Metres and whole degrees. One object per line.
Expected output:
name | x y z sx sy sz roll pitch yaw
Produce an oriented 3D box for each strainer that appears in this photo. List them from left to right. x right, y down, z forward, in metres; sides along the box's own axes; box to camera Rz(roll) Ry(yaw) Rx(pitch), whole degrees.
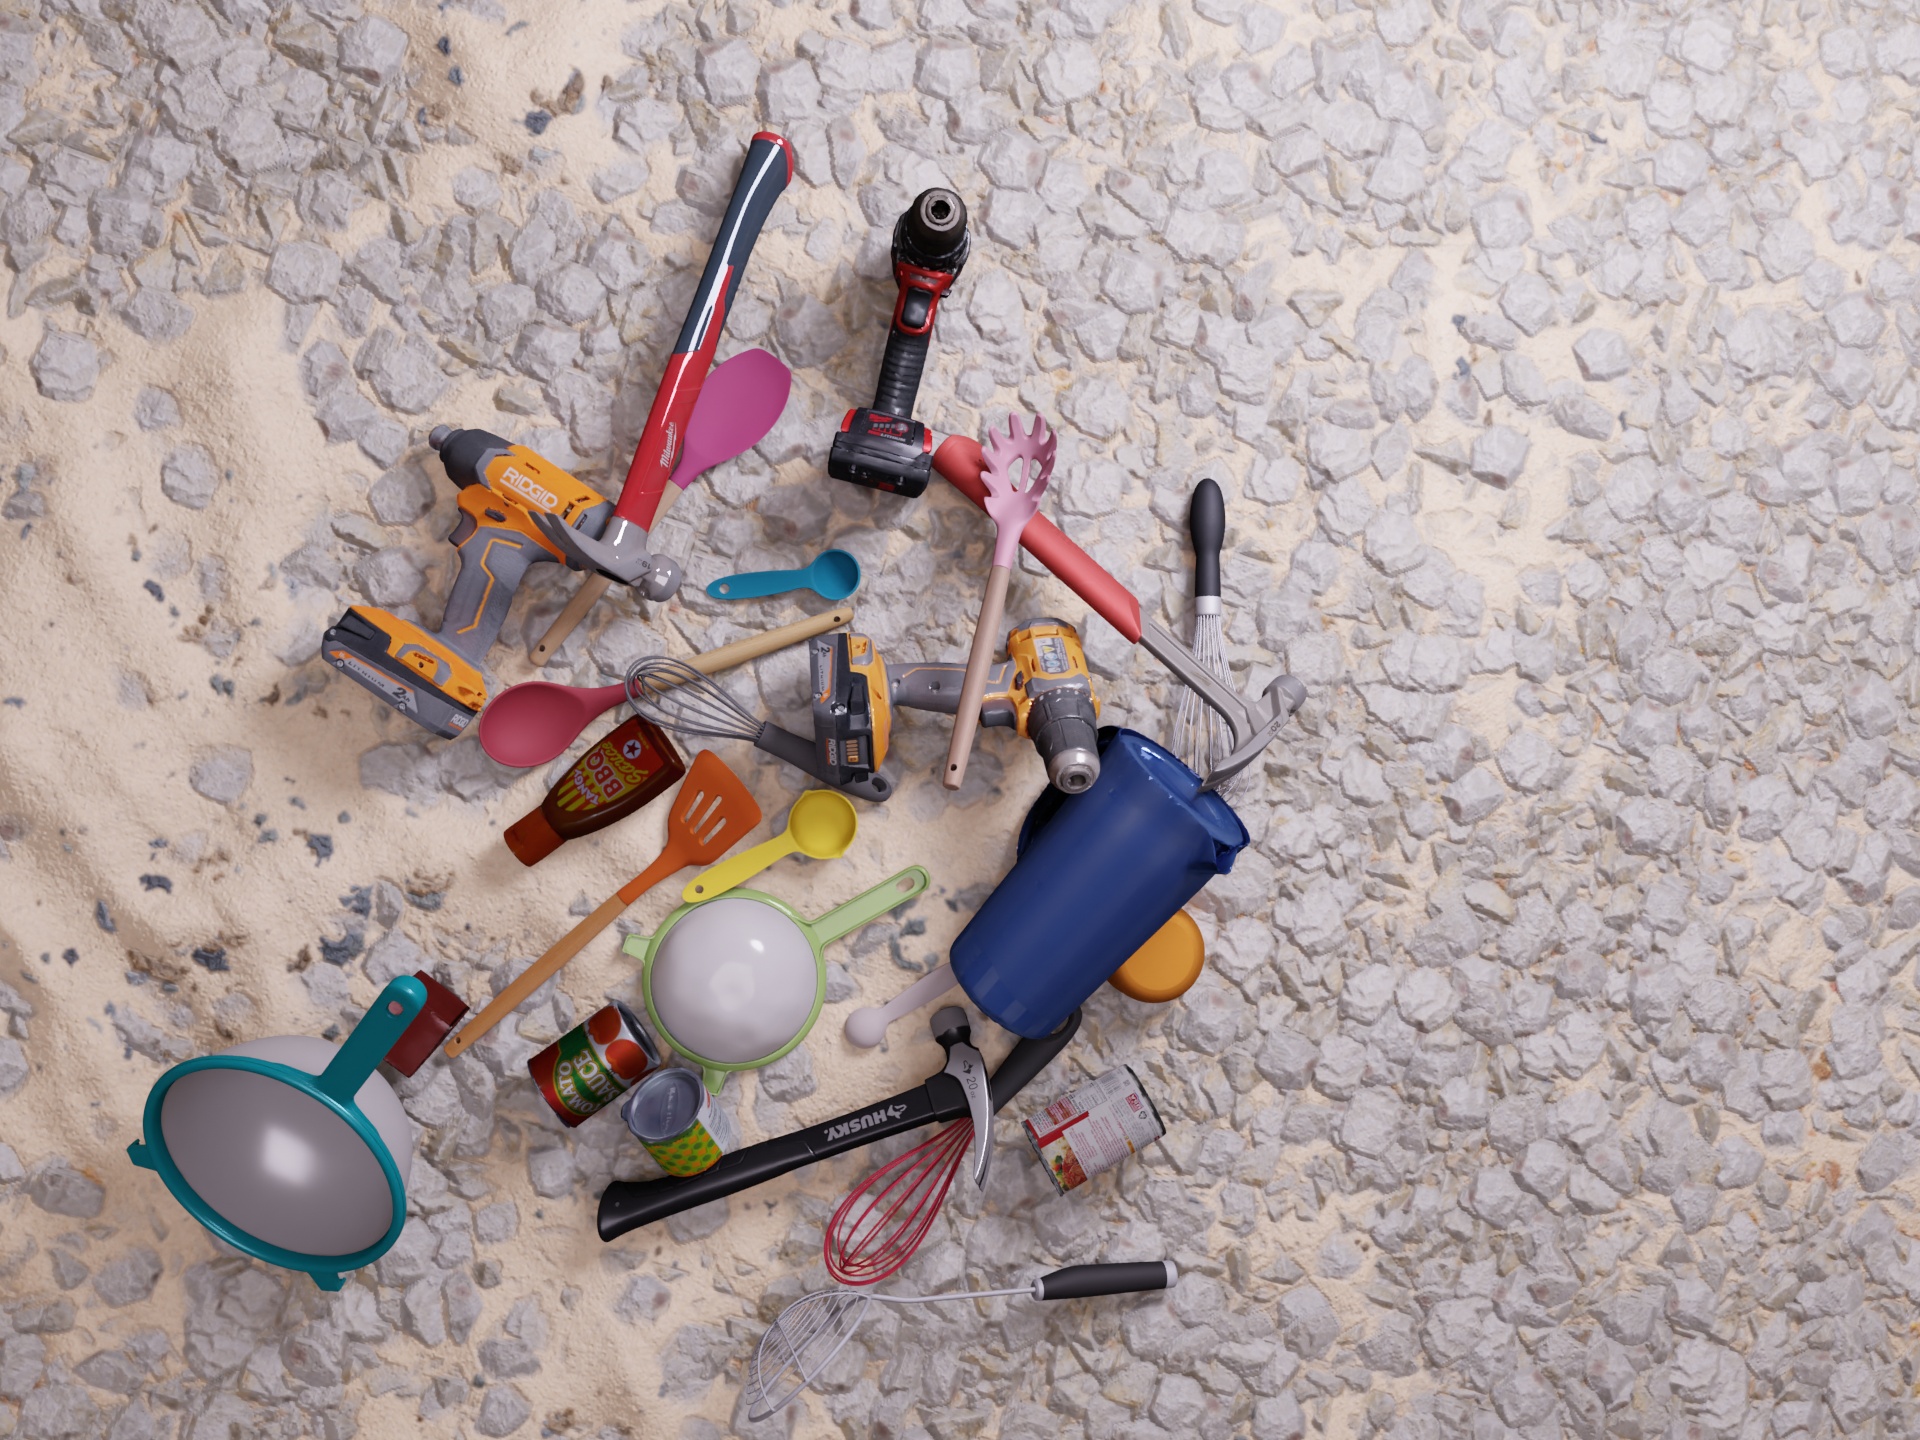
strainer | -0.464 0.273 1.186 0.211 0.095 0.340 38 119 -8
strainer | -0.136 0.188 1.284 0.256 0.069 0.151 -29 93 -4

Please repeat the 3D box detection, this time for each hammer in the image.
hammer | -0.219 -0.296 1.246 0.038 0.143 0.386 11 78 33
hammer | -0.132 0.351 1.279 0.335 0.035 0.146 -20 55 0
hammer | 0.108 -0.099 1.271 0.359 0.036 0.149 43 48 11

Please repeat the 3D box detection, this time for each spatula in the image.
spatula | -0.295 0.158 1.282 0.322 0.041 0.081 -42 70 -3

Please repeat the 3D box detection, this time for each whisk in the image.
whisk | -0.161 0.013 1.283 0.238 0.055 0.055 26 87 -17
whisk | -0.002 0.344 1.308 0.073 0.073 0.296 44 80 -5
whisk | 0.206 -0.063 1.333 0.070 0.070 0.285 1 85 -6

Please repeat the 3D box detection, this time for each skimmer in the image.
skimmer | 0.007 0.498 1.290 0.363 0.127 0.090 -1 74 -15

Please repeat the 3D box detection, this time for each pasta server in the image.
pasta server | 0.024 -0.095 1.215 0.060 0.040 0.316 6 66 15

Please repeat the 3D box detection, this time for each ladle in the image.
ladle | -0.236 -0.037 1.295 0.315 0.031 0.069 -20 110 -8

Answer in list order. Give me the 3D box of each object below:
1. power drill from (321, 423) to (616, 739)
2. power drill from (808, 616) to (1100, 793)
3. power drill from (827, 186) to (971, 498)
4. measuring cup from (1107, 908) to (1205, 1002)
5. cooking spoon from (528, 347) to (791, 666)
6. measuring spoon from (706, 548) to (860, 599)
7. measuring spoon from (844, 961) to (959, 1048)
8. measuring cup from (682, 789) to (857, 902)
power drill | -0.396 -0.118 1.251 0.164 0.084 0.226 34 83 4
power drill | -0.002 -0.004 1.250 0.226 0.186 0.084 -4 128 -5
power drill | -0.040 -0.296 1.240 0.080 0.188 0.226 13 93 -6
measuring cup | 0.167 0.151 1.326 0.095 0.052 0.173 10 91 -6
cooking spoon | -0.249 -0.172 1.299 0.069 0.017 0.319 37 86 3
measuring spoon | -0.145 -0.115 1.314 0.128 0.021 0.042 -7 91 3
measuring spoon | -0.040 0.232 1.321 0.124 0.018 0.034 -31 93 -6
measuring cup | -0.157 0.107 1.305 0.156 0.029 0.062 -28 93 -3
